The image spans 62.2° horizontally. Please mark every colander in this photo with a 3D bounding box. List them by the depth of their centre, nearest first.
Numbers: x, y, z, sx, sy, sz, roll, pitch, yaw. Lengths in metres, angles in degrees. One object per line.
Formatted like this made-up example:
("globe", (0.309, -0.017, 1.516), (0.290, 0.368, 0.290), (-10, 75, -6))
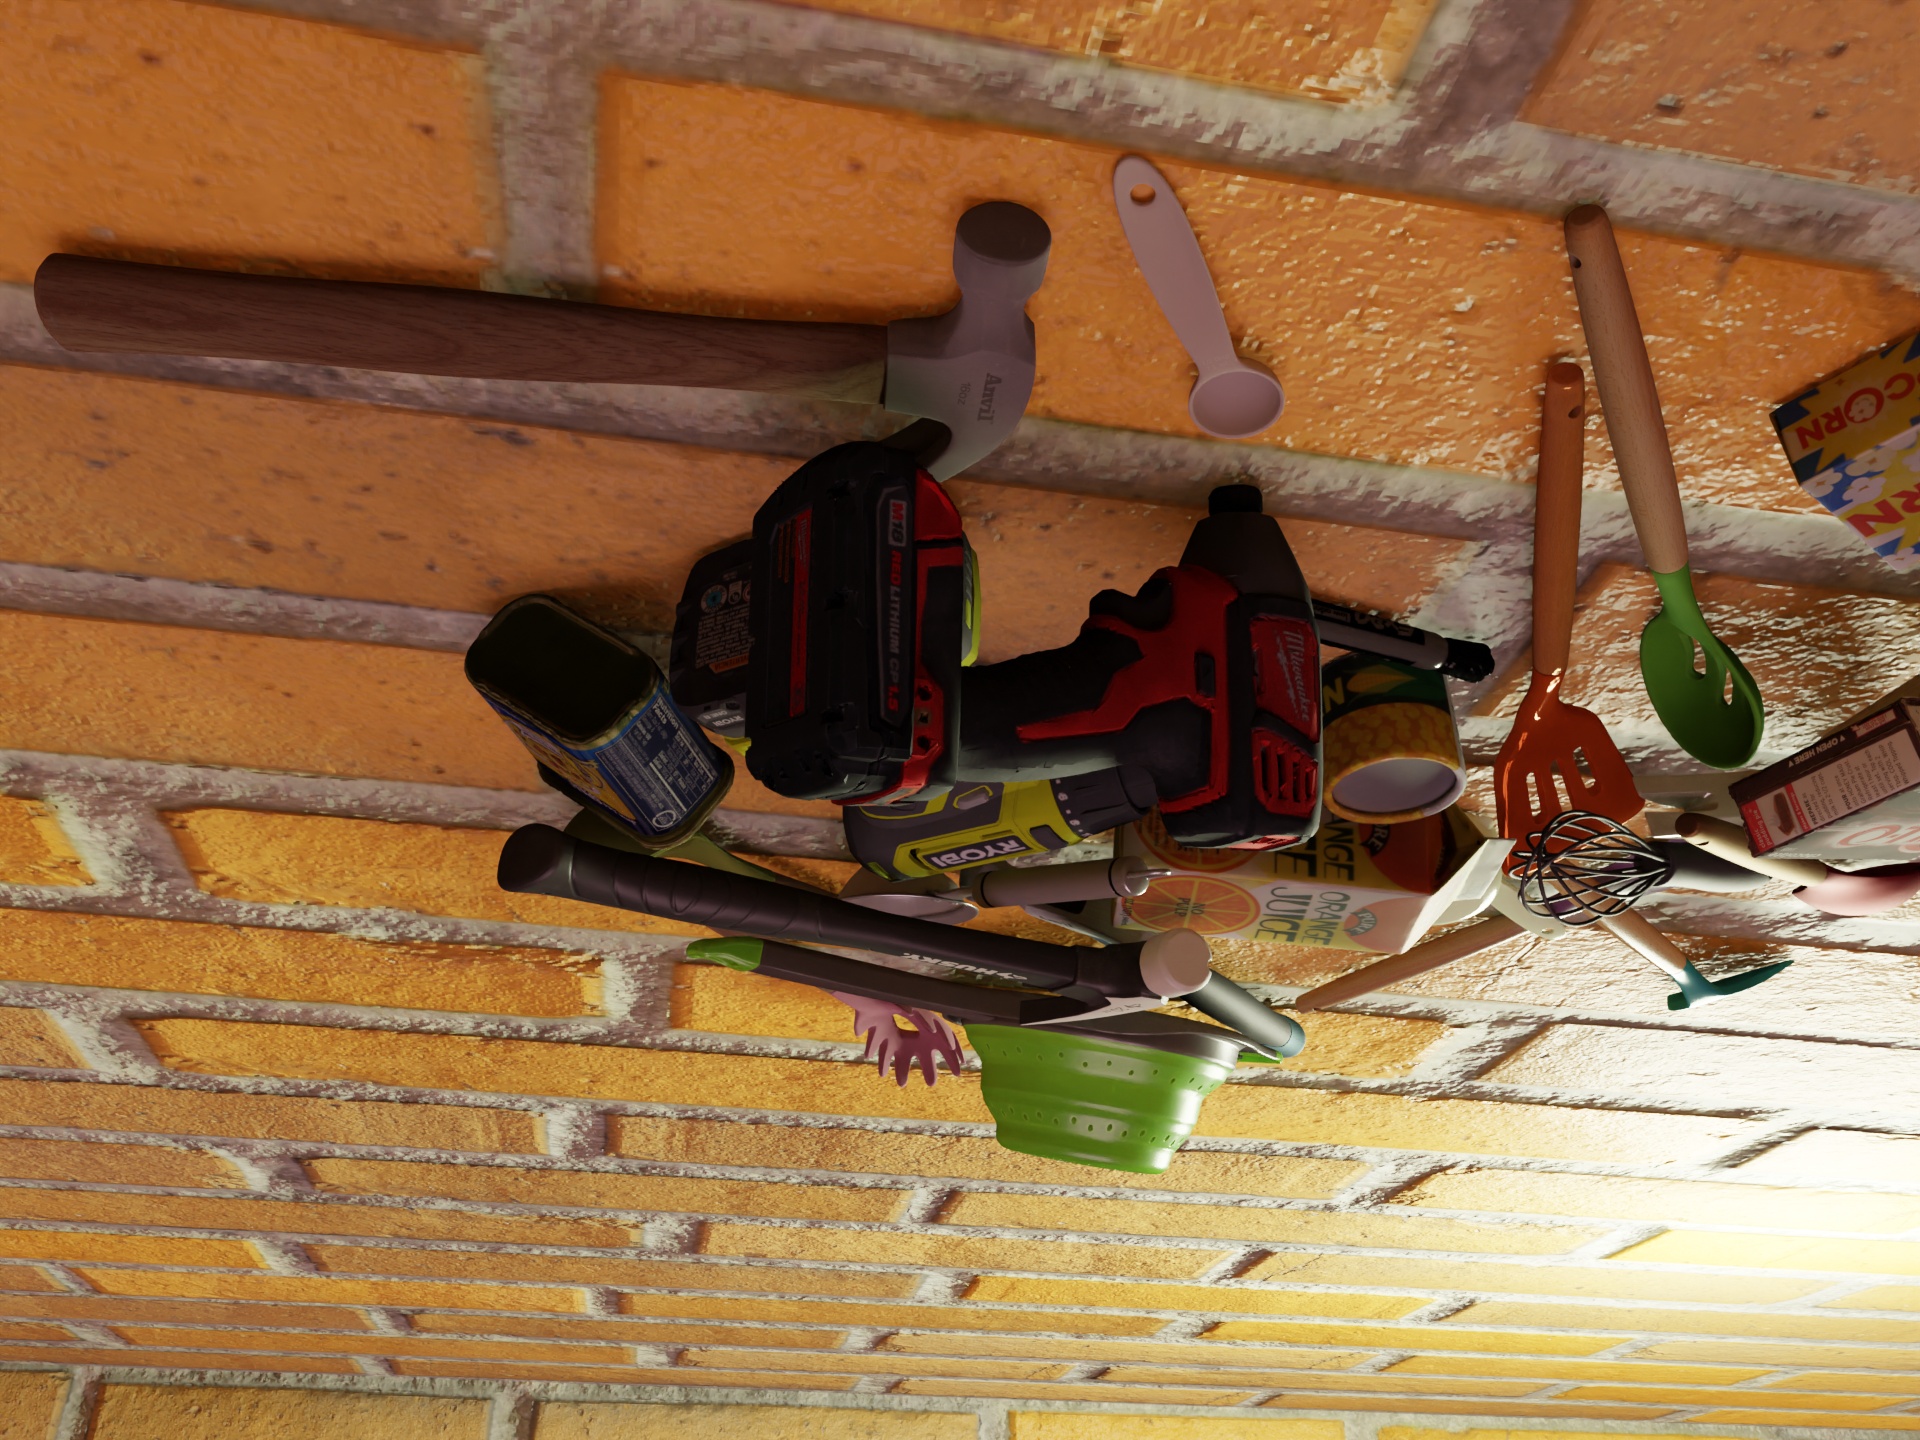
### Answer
("colander", (0.013, 0.214, 0.983), (0.396, 0.094, 0.204), (17, 164, -25))

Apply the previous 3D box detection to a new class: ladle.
("ladle", (0.419, 0.072, 0.795), (0.069, 0.031, 0.315), (-20, 157, 39))
("ladle", (-0.092, 0.112, 0.915), (0.078, 0.062, 0.319), (-23, 144, 37))

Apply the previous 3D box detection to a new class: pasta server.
("pasta server", (-0.097, 0.164, 1.014), (0.060, 0.040, 0.315), (-26, 139, 22))

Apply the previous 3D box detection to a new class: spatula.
("spatula", (0.262, -0.033, 0.689), (0.081, 0.041, 0.322), (-27, 144, 0))
("spatula", (0.406, 0.125, 0.939), (0.082, 0.044, 0.317), (-26, 139, 33))
("spatula", (0.331, 0.127, 0.968), (0.059, 0.018, 0.316), (23, 141, -34))

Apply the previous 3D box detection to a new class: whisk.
("whisk", (0.352, 0.075, 0.801), (0.238, 0.055, 0.055), (4, 152, -39))

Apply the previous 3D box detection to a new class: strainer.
("strainer", (0.011, 0.086, 0.822), (0.086, 0.050, 0.258), (15, 162, -39))

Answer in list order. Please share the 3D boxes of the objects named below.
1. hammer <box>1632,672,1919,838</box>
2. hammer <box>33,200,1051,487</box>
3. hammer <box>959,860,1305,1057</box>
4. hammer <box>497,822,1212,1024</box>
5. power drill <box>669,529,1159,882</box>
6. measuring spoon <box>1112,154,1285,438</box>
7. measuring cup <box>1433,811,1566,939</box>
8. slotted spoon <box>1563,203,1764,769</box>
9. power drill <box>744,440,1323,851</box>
("hammer", (0.436, -0.047, 0.619), (0.146, 0.038, 0.410), (-3, 154, -15))
("hammer", (-0.140, -0.129, 0.548), (0.331, 0.031, 0.130), (3, 148, -4))
("hammer", (0.134, 0.155, 0.976), (0.128, 0.033, 0.330), (11, 164, 38))
("hammer", (-0.056, 0.101, 0.778), (0.334, 0.035, 0.146), (14, 158, -21))
("power drill", (-0.001, -0.002, 0.711), (0.190, 0.080, 0.228), (-14, 148, 24))
("measuring spoon", (0.080, -0.145, 0.542), (0.034, 0.018, 0.124), (-13, 139, 23))
("measuring cup", (0.293, 0.104, 0.897), (0.167, 0.038, 0.083), (30, 137, -29))
("slotted spoon", (0.273, -0.078, 0.618), (0.031, 0.070, 0.313), (-39, 135, 2))
("power drill", (0.038, -0.029, 0.580), (0.219, 0.143, 0.078), (6, 169, -28))
